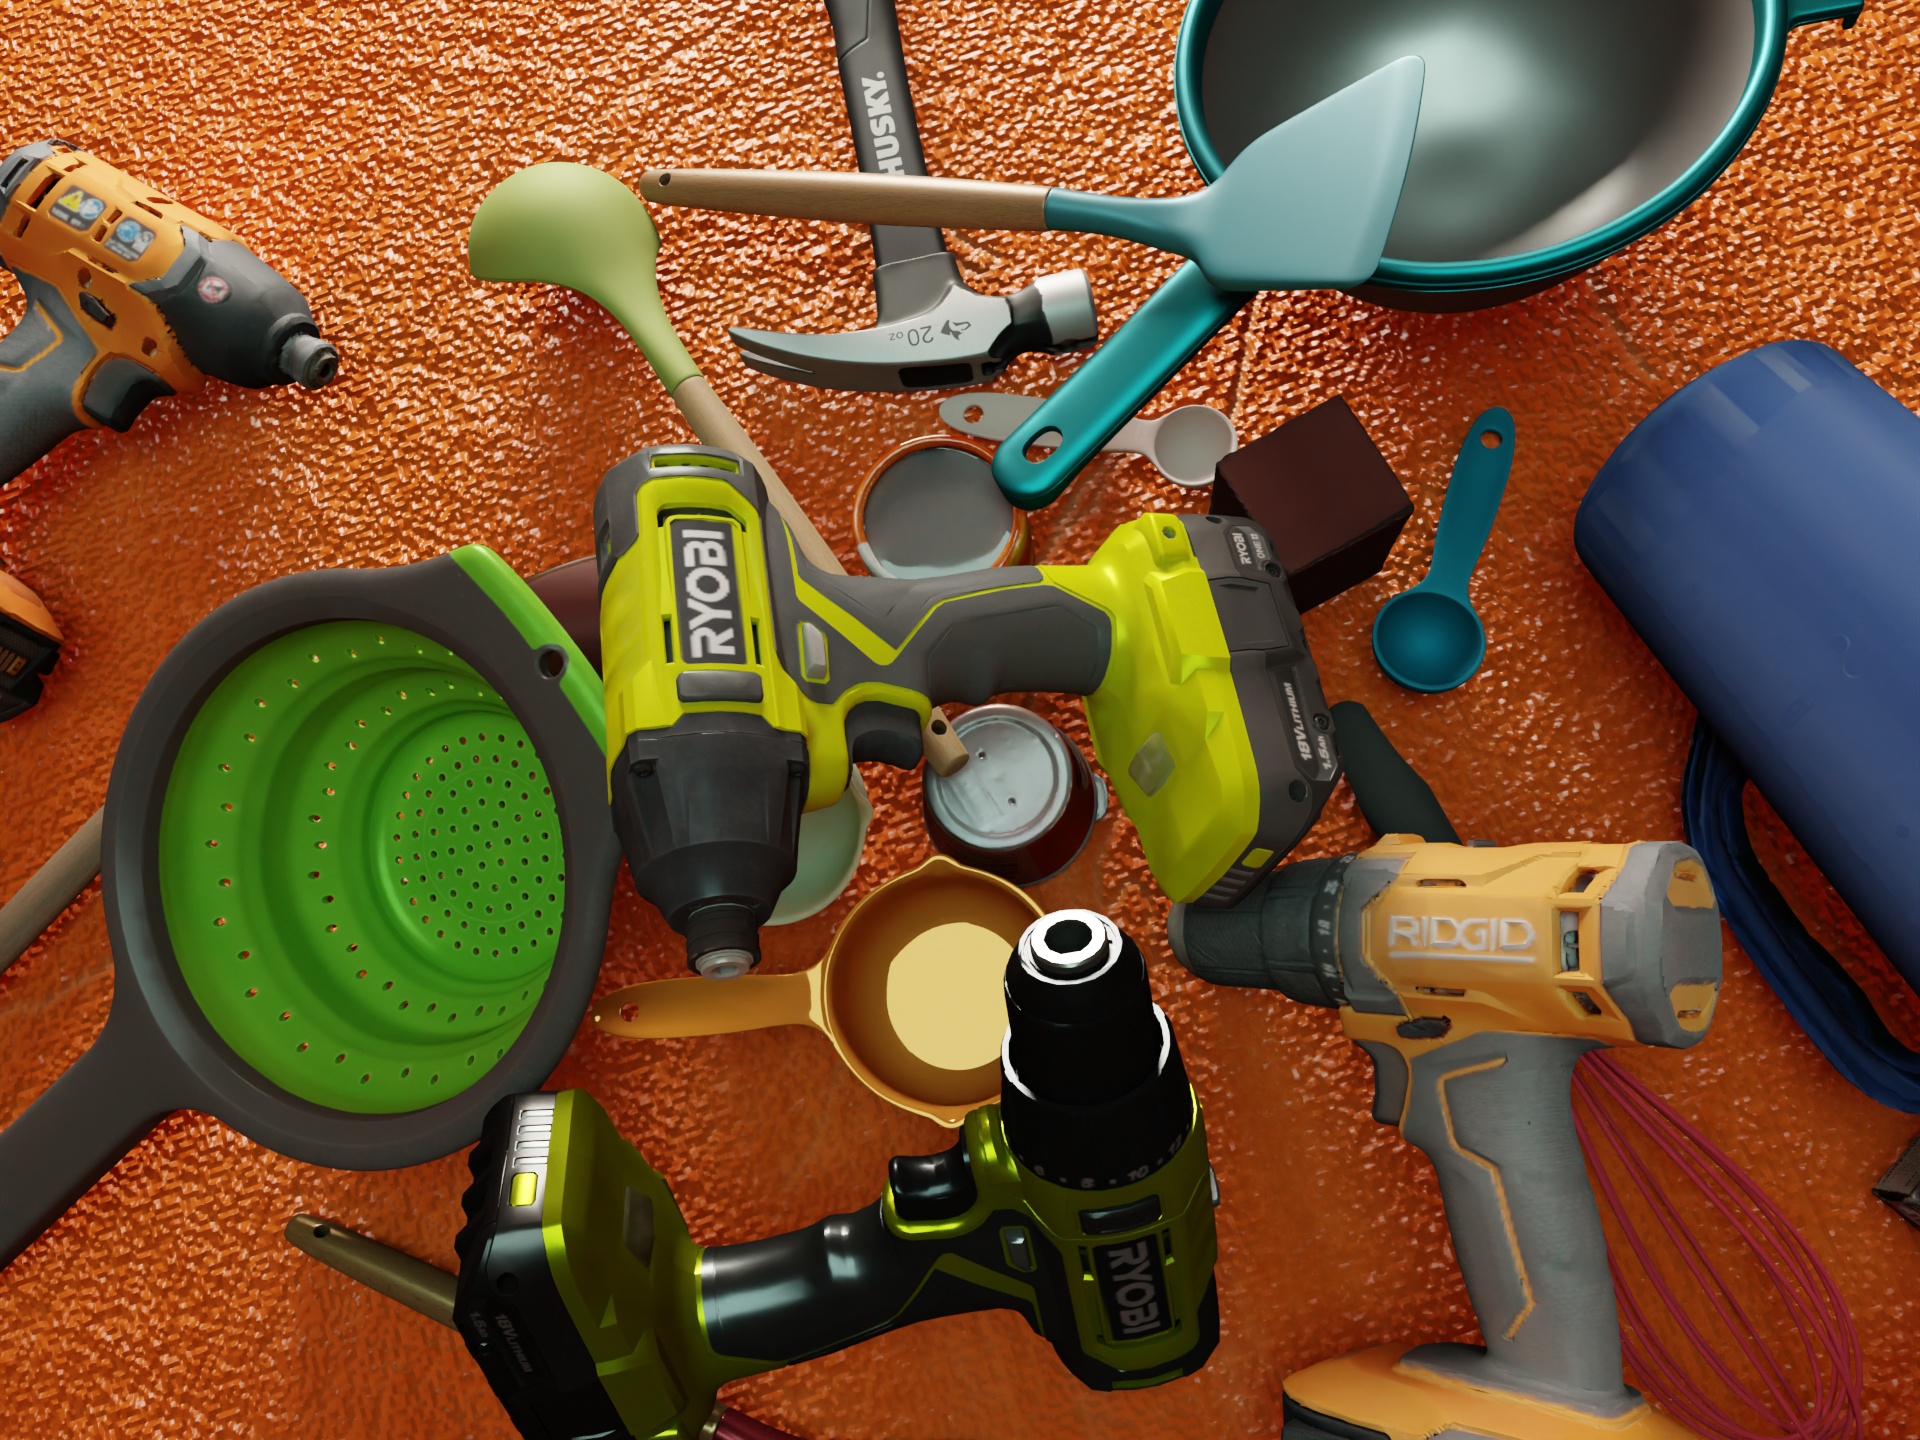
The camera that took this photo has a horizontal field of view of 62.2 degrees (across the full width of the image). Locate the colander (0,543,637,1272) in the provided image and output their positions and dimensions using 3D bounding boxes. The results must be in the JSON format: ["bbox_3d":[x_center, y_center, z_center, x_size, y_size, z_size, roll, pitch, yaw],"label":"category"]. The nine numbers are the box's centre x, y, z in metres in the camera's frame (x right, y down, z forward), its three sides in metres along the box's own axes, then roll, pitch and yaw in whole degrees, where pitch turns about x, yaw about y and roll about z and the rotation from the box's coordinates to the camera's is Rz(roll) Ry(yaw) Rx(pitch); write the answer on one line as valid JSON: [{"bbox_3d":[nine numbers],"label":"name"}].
[{"bbox_3d":[-0.257,0.101,0.597,0.397,0.094,0.204,-41,80,14],"label":"colander"}]

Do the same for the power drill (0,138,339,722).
[{"bbox_3d":[-0.372,-0.116,0.655,0.164,0.084,0.226,29,78,11],"label":"power drill"}]

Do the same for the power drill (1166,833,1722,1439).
[{"bbox_3d":[0.147,0.150,0.519,0.185,0.084,0.226,-4,81,43],"label":"power drill"}]

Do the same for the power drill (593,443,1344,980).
[{"bbox_3d":[-0.001,-0.002,0.510,0.223,0.080,0.171,1,58,-19],"label":"power drill"}]

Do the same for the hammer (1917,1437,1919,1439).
[{"bbox_3d":[0.310,0.218,0.479,0.331,0.128,0.033,-53,33,11],"label":"hammer"}]

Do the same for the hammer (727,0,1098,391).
[{"bbox_3d":[-0.046,-0.296,0.684,0.146,0.035,0.335,-12,76,2],"label":"hammer"}]

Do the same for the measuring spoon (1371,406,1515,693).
[{"bbox_3d":[0.192,-0.065,0.619,0.042,0.021,0.129,19,71,11],"label":"measuring spoon"}]

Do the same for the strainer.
[{"bbox_3d":[0.147,-0.189,0.609,0.340,0.095,0.211,-45,66,-1],"label":"strainer"}]

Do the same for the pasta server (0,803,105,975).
[{"bbox_3d":[-0.400,0.113,0.633,0.060,0.040,0.316,38,79,13],"label":"pasta server"}]

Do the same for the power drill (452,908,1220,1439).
[{"bbox_3d":[-0.033,0.152,0.501,0.228,0.190,0.080,-12,36,0],"label":"power drill"}]

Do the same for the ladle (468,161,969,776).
[{"bbox_3d":[-0.094,-0.101,0.616,0.078,0.062,0.320,-25,69,-31],"label":"ladle"}]

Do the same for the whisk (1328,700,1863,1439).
[{"bbox_3d":[0.208,0.117,0.553,0.073,0.073,0.296,-29,71,-1],"label":"whisk"}]

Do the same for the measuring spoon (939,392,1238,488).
[{"bbox_3d":[0.051,-0.115,0.645,0.124,0.018,0.034,12,79,15],"label":"measuring spoon"}]

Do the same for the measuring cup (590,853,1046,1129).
[{"bbox_3d":[-0.044,0.103,0.584,0.173,0.052,0.095,-5,77,7],"label":"measuring cup"}]

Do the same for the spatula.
[{"bbox_3d":[0.007,-0.196,0.583,0.317,0.044,0.082,11,80,25],"label":"spatula"}]

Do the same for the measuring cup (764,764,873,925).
[{"bbox_3d":[-0.079,-0.008,0.593,0.083,0.038,0.167,-9,98,5],"label":"measuring cup"}]

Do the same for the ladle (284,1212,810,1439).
[{"bbox_3d":[-0.109,0.242,0.567,0.315,0.031,0.069,19,37,13],"label":"ladle"}]
